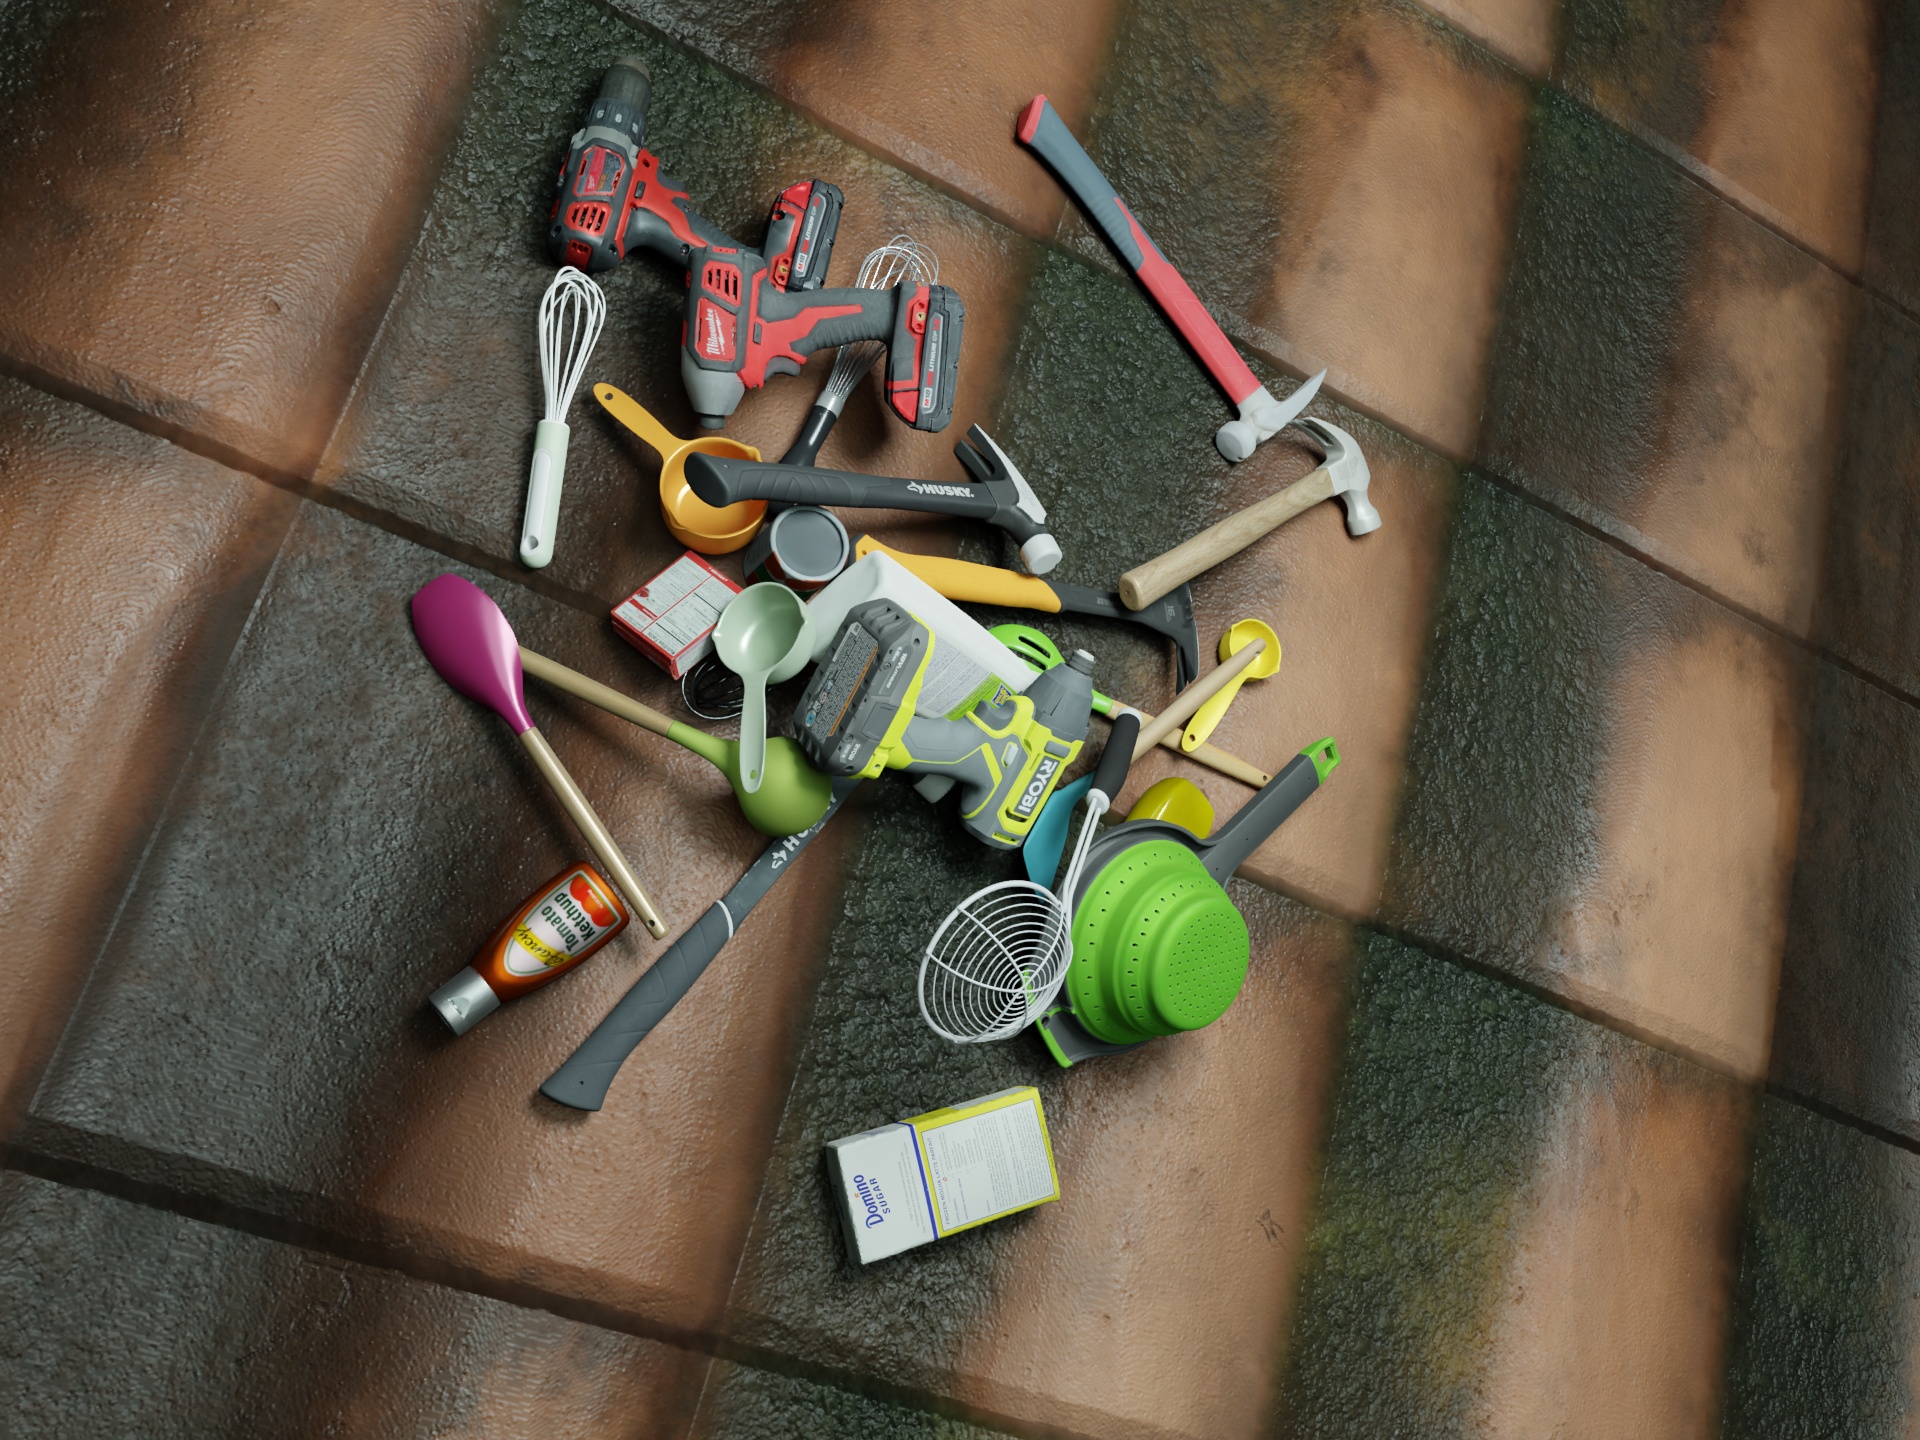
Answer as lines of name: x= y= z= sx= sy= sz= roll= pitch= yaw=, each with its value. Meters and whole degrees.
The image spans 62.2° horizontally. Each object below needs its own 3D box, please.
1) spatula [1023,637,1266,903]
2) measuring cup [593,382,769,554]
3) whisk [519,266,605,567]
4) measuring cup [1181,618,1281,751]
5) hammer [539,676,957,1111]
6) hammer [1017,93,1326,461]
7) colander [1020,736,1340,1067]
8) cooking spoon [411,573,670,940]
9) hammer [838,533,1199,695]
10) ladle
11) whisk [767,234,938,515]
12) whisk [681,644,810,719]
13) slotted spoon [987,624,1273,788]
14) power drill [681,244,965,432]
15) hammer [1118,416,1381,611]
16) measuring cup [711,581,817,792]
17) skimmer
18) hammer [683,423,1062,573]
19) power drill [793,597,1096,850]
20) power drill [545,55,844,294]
spatula: x=0.162 y=0.029 z=1.383 sx=0.317 sy=0.044 sz=0.082 roll=-39 pitch=139 yaw=-18
measuring cup: x=-0.230 y=-0.205 z=1.284 sx=0.173 sy=0.052 sz=0.095 roll=41 pitch=70 yaw=5
whisk: x=-0.319 y=-0.240 z=1.252 sx=0.058 sy=0.059 sz=0.246 roll=3 pitch=80 yaw=16
measuring cup: x=0.238 y=-0.028 z=1.454 sx=0.062 sy=0.029 sz=0.156 roll=43 pitch=66 yaw=-10
hammer: x=-0.175 y=0.137 z=1.241 sx=0.149 sy=0.036 sz=0.409 roll=44 pitch=66 yaw=-8
hammer: x=0.194 y=-0.437 z=1.518 sx=0.143 sy=0.038 sz=0.386 roll=-41 pitch=97 yaw=-26
colander: x=0.225 y=0.143 z=1.339 sx=0.397 sy=0.095 sz=0.204 roll=-39 pitch=121 yaw=-26
cooking spoon: x=-0.310 y=0.030 z=1.191 sx=0.069 sy=0.017 sz=0.319 roll=-34 pitch=90 yaw=8
hammer: x=0.055 y=-0.104 z=1.367 sx=0.336 sy=0.034 sz=0.127 roll=8 pitch=60 yaw=-24
ladle: x=-0.246 y=-0.002 z=1.221 sx=0.320 sy=0.062 sz=0.078 roll=25 pitch=74 yaw=-2
whisk: x=-0.099 y=-0.295 z=1.356 sx=0.070 sy=0.070 sz=0.285 roll=30 pitch=74 yaw=-15
whisk: x=-0.122 y=-0.063 z=1.302 sx=0.239 sy=0.055 sz=0.055 roll=-27 pitch=90 yaw=-30
slotted spoon: x=0.154 y=-0.004 z=1.417 sx=0.313 sy=0.031 sz=0.070 roll=25 pitch=69 yaw=-18
power drill: x=-0.114 y=-0.296 z=1.278 sx=0.219 sy=0.079 sz=0.143 roll=5 pitch=108 yaw=-8
hammer: x=0.265 y=-0.182 z=1.463 sx=0.331 sy=0.031 sz=0.130 roll=-30 pitch=106 yaw=-32
measuring cup: x=-0.147 y=-0.022 z=1.208 sx=0.038 sy=0.083 sz=0.168 roll=37 pitch=50 yaw=-61
skimmer: x=0.065 y=0.100 z=1.236 sx=0.363 sy=0.090 sz=0.127 roll=-63 pitch=144 yaw=-50
hammer: x=-0.071 y=-0.188 z=1.281 sx=0.334 sy=0.035 sz=0.146 roll=-1 pitch=55 yaw=-40
power drill: x=-0.002 y=-0.004 z=1.238 sx=0.223 sy=0.080 sz=0.171 roll=21 pitch=103 yaw=-37
power drill: x=-0.217 y=-0.437 z=1.322 sx=0.226 sy=0.080 sz=0.188 roll=16 pitch=73 yaw=-17
